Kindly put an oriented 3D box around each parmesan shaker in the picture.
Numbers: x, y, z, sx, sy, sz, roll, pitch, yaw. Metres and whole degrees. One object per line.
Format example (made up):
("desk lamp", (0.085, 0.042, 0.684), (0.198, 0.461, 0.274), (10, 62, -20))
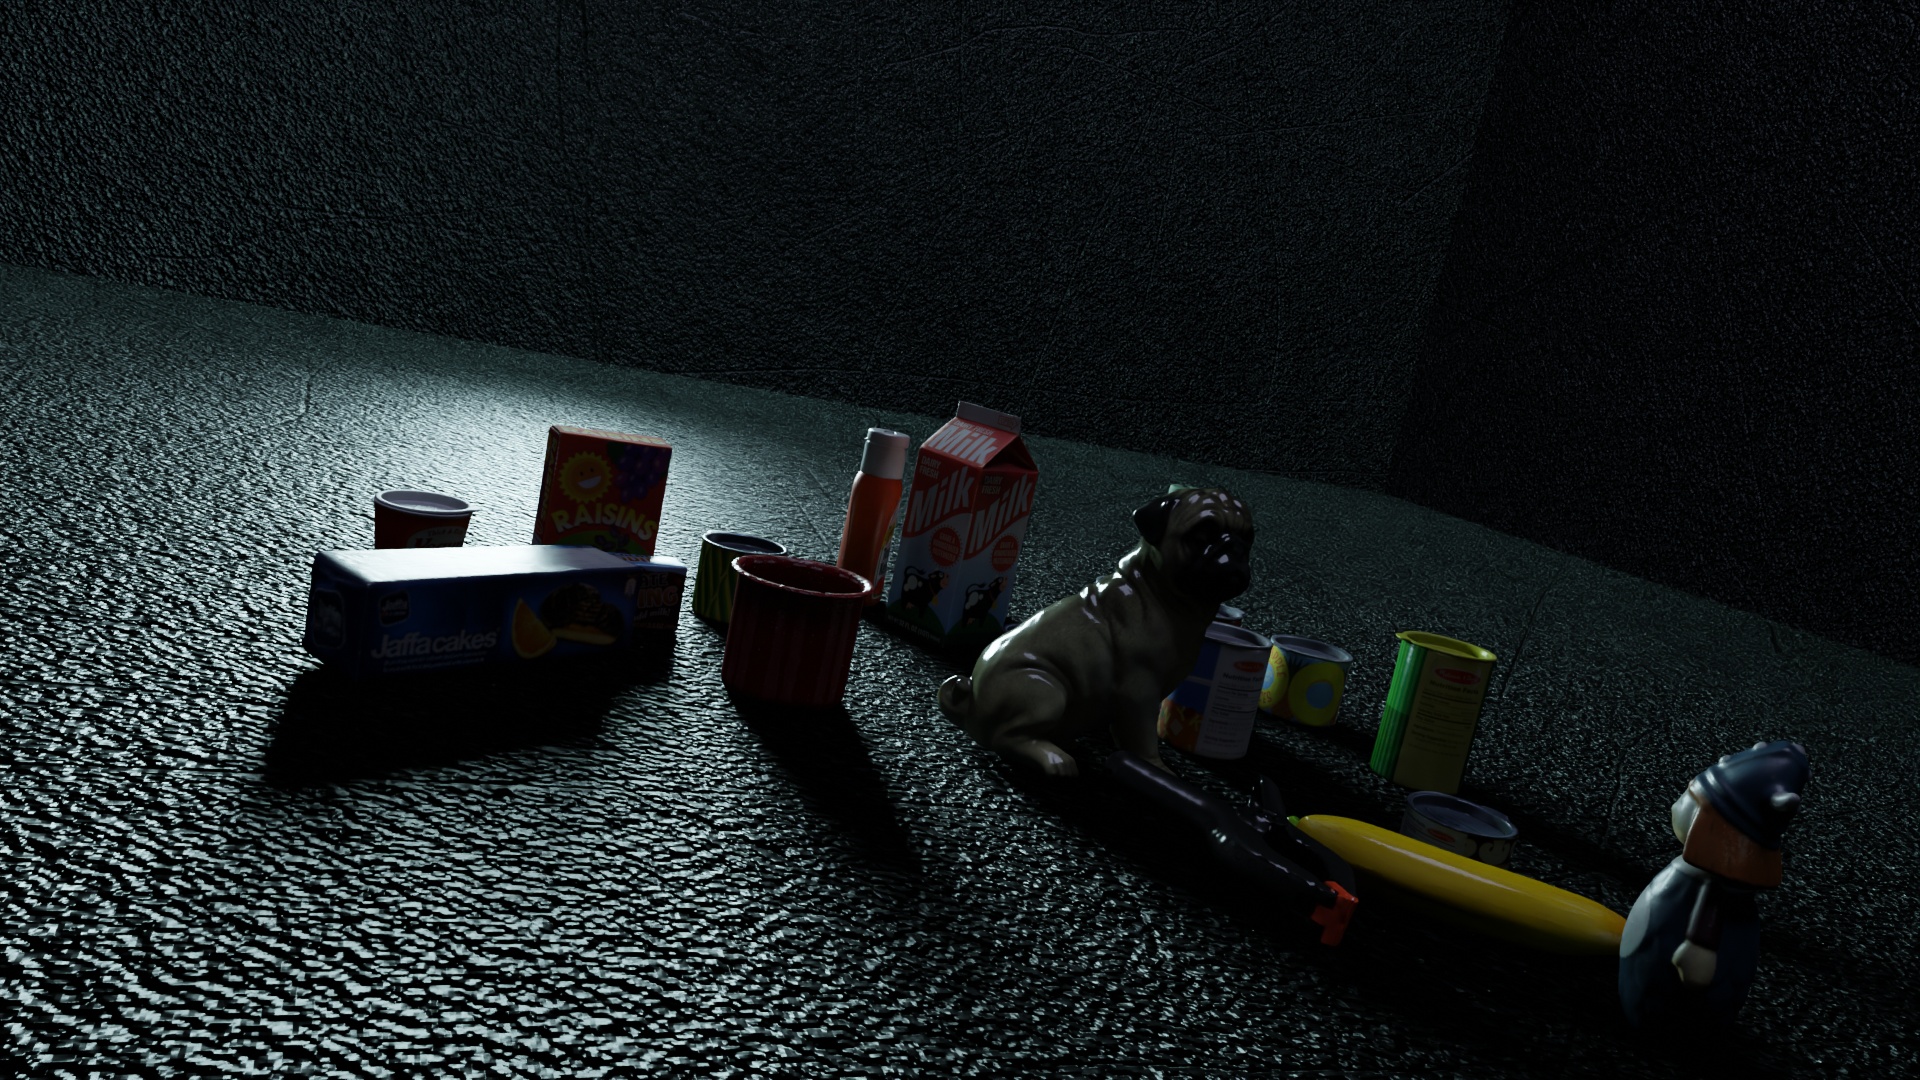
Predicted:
("parmesan shaker", (0.338, 0.124, 1.005), (0.071, 0.103, 0.071), (12, 10, -2))

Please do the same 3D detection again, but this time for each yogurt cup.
("yogurt cup", (-0.390, -0.004, 1.003), (0.072, 0.054, 0.072), (12, 10, -2))

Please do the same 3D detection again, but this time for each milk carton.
("milk carton", (0.004, -0.014, 1.129), (0.072, 0.190, 0.073), (20, 12, 40))

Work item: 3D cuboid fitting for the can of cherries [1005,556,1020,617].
("can of cherries", (0.013, 0.035, 1.246), (0.071, 0.058, 0.071), (12, 10, -2))

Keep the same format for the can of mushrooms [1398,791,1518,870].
("can of mushrooms", (0.303, 0.181, 0.846), (0.071, 0.033, 0.071), (12, 10, -2))

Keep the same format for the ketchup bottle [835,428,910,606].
("ketchup bottle", (-0.076, -0.021, 1.192), (0.043, 0.148, 0.065), (12, 9, 2))

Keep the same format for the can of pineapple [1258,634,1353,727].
("can of pineapple", (0.275, 0.113, 1.122), (0.071, 0.057, 0.071), (12, 10, -2))

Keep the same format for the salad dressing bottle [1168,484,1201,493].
("salad dressing bottle", (0.192, 0.024, 1.261), (0.044, 0.147, 0.064), (9, 10, -16))

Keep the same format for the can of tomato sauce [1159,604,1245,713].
("can of tomato sauce", (0.176, 0.089, 1.066), (0.071, 0.083, 0.071), (12, 10, -2))

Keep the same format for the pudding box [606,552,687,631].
("pudding box", (-0.239, 0.035, 0.980), (0.084, 0.049, 0.030), (6, 11, -29))

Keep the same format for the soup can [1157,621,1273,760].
("soup can", (0.178, 0.104, 0.984), (0.071, 0.083, 0.071), (12, 10, -2))

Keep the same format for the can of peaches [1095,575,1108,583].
("can of peaches", (0.148, 0.068, 1.221), (0.071, 0.058, 0.071), (12, 10, -2))

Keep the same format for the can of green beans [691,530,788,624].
("can of green beans", (-0.170, 0.029, 1.066), (0.071, 0.057, 0.071), (12, 10, -2))

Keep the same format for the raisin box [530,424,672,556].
("raisin box", (-0.268, -0.019, 1.029), (0.086, 0.123, 0.040), (7, 11, -28))

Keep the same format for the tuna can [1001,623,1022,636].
("tuna can", (0.063, 0.089, 1.078), (0.071, 0.032, 0.071), (12, 10, -2))
